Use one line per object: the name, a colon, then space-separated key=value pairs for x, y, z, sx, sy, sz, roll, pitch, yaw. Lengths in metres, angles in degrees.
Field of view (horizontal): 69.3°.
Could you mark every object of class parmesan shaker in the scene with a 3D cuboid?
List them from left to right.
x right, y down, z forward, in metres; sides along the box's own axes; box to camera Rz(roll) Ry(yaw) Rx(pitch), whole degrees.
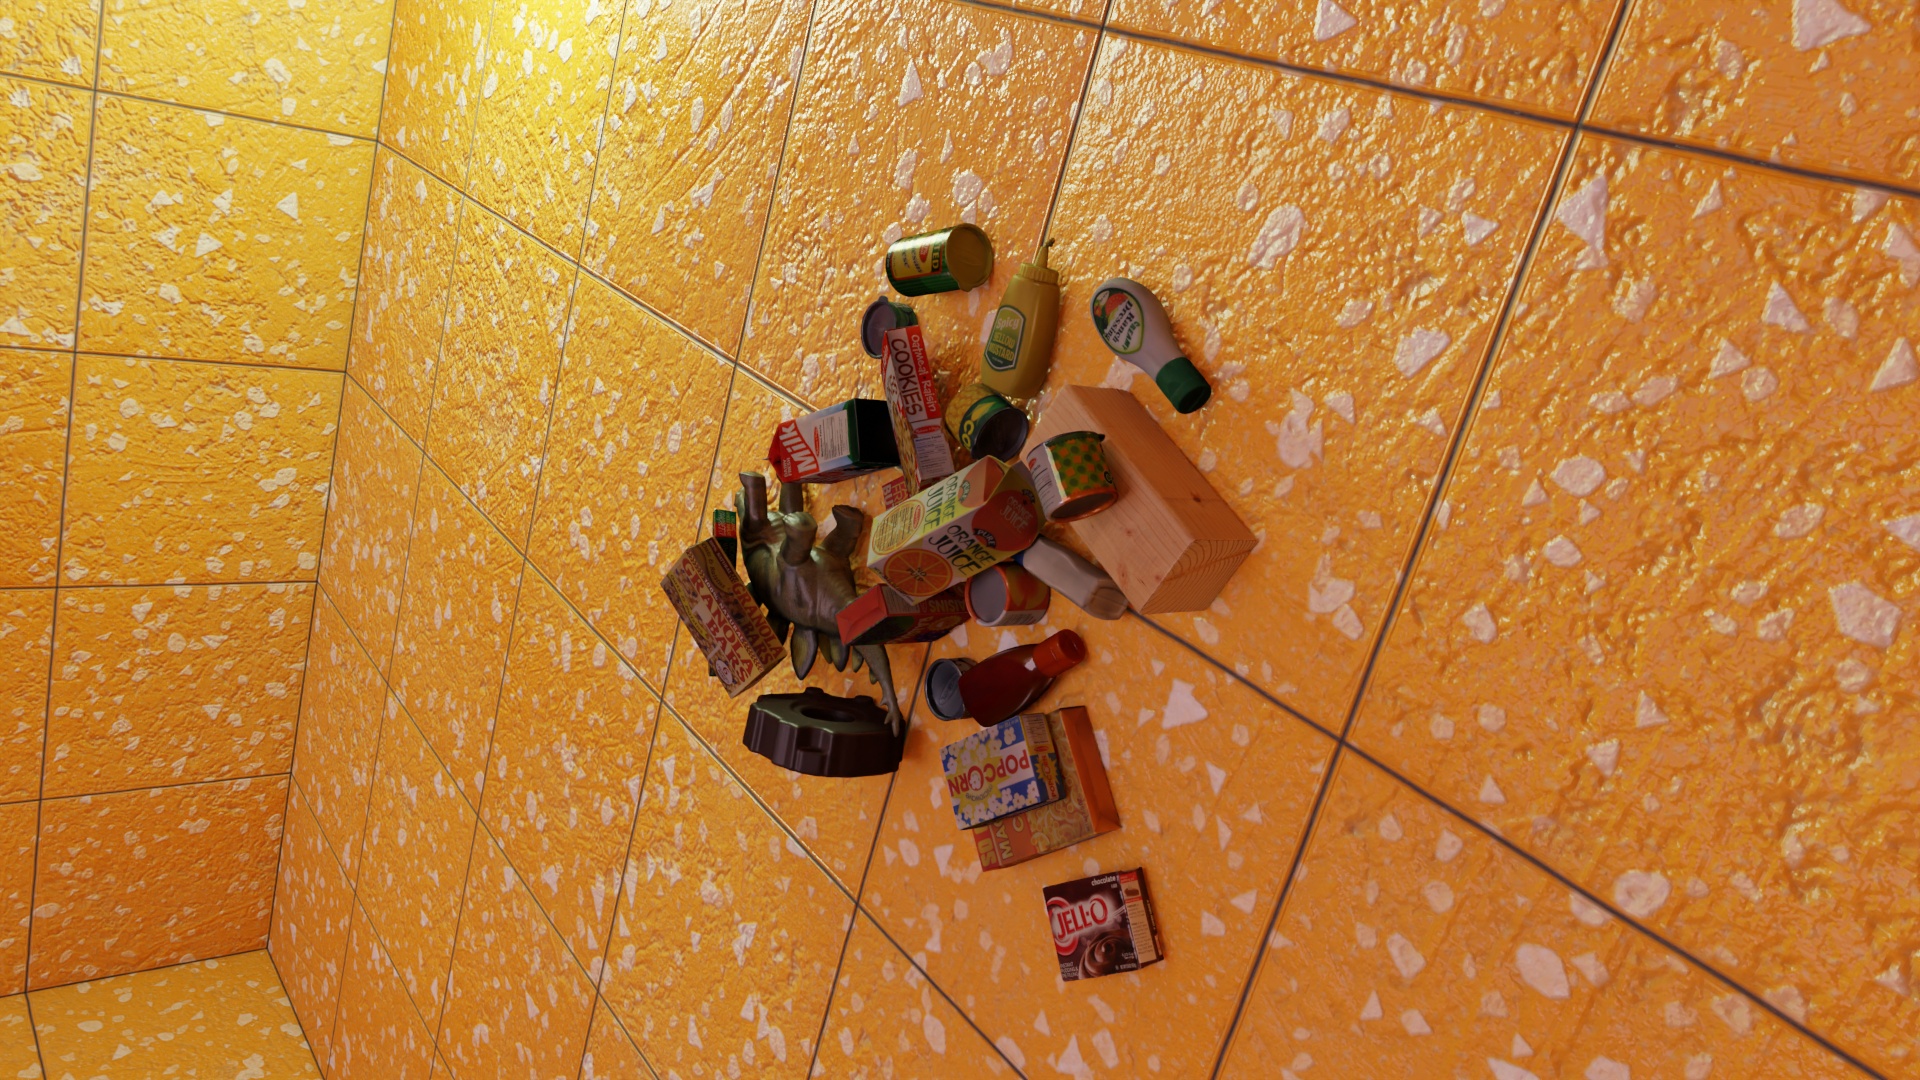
parmesan shaker: x=-0.024 y=-0.291 z=1.464 sx=0.103 sy=0.071 sz=0.071 roll=2 pitch=91 yaw=49

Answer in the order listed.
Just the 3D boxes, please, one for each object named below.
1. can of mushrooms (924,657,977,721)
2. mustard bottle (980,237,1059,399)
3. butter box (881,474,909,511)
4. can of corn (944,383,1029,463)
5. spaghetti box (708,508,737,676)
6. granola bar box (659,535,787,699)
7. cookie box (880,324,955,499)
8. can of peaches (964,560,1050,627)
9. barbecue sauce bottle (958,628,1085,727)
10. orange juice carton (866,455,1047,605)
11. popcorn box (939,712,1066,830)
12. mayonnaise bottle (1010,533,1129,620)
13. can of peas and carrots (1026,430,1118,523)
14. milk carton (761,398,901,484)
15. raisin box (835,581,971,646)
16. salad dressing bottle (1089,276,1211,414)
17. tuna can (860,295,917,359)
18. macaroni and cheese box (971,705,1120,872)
can of mushrooms: x=-0.004 y=0.158 z=1.465 sx=0.071 sy=0.033 sz=0.071 roll=-1 pitch=88 yaw=49
mustard bottle: x=0.065 y=-0.223 z=1.376 sx=0.065 sy=0.049 sz=0.159 roll=29 pitch=111 yaw=42
butter box: x=-0.054 y=-0.019 z=1.530 sx=0.053 sy=0.024 sz=0.103 roll=-24 pitch=72 yaw=46
can of corn: x=0.024 y=-0.117 z=1.406 sx=0.058 sy=0.071 sz=0.071 roll=43 pitch=121 yaw=41
spaghetti box: x=-0.293 y=0.068 z=1.703 sx=0.050 sy=0.029 sz=0.248 roll=-102 pitch=17 yaw=-45
granola bar box: x=-0.277 y=0.091 z=1.620 sx=0.165 sy=0.039 sz=0.123 roll=57 pitch=145 yaw=6
cookie box: x=-0.048 y=-0.126 z=1.467 sx=0.122 sy=0.040 sz=0.168 roll=109 pitch=149 yaw=-73
can of peaches: x=0.046 y=0.051 z=1.390 sx=0.071 sy=0.058 sz=0.071 roll=1 pitch=91 yaw=49
barbecue sauce bottle: x=0.062 y=0.133 z=1.381 sx=0.148 sy=0.044 sz=0.065 roll=-36 pitch=79 yaw=42
orange juice carton: x=0.005 y=-0.017 z=1.359 sx=0.192 sy=0.071 sz=0.073 roll=-28 pitch=36 yaw=28
popcorn box: x=0.040 y=0.225 z=1.348 sx=0.126 sy=0.038 sz=0.085 roll=-30 pitch=68 yaw=44
mayonnaise bottle: x=0.096 y=0.027 z=1.332 sx=0.148 sy=0.065 sz=0.041 roll=34 pitch=100 yaw=48
can of peas and carrots: x=0.098 y=-0.054 z=1.189 sx=0.070 sy=0.071 sz=0.059 roll=-34 pitch=65 yaw=43
milk carton: x=-0.149 y=-0.109 z=1.603 sx=0.190 sy=0.072 sz=0.073 roll=-11 pitch=82 yaw=47
raisin box: x=-0.055 y=0.077 z=1.455 sx=0.085 sy=0.123 sz=0.040 roll=-36 pitch=63 yaw=43
salad dressing bottle: x=0.173 y=-0.176 z=1.257 sx=0.148 sy=0.044 sz=0.064 roll=57 pitch=131 yaw=32
tuna can: x=-0.079 y=-0.237 z=1.553 sx=0.071 sy=0.033 sz=0.071 roll=0 pitch=90 yaw=49
macaroni and cheese box: x=0.072 y=0.248 z=1.372 sx=0.165 sy=0.040 sz=0.124 roll=-32 pitch=66 yaw=43
